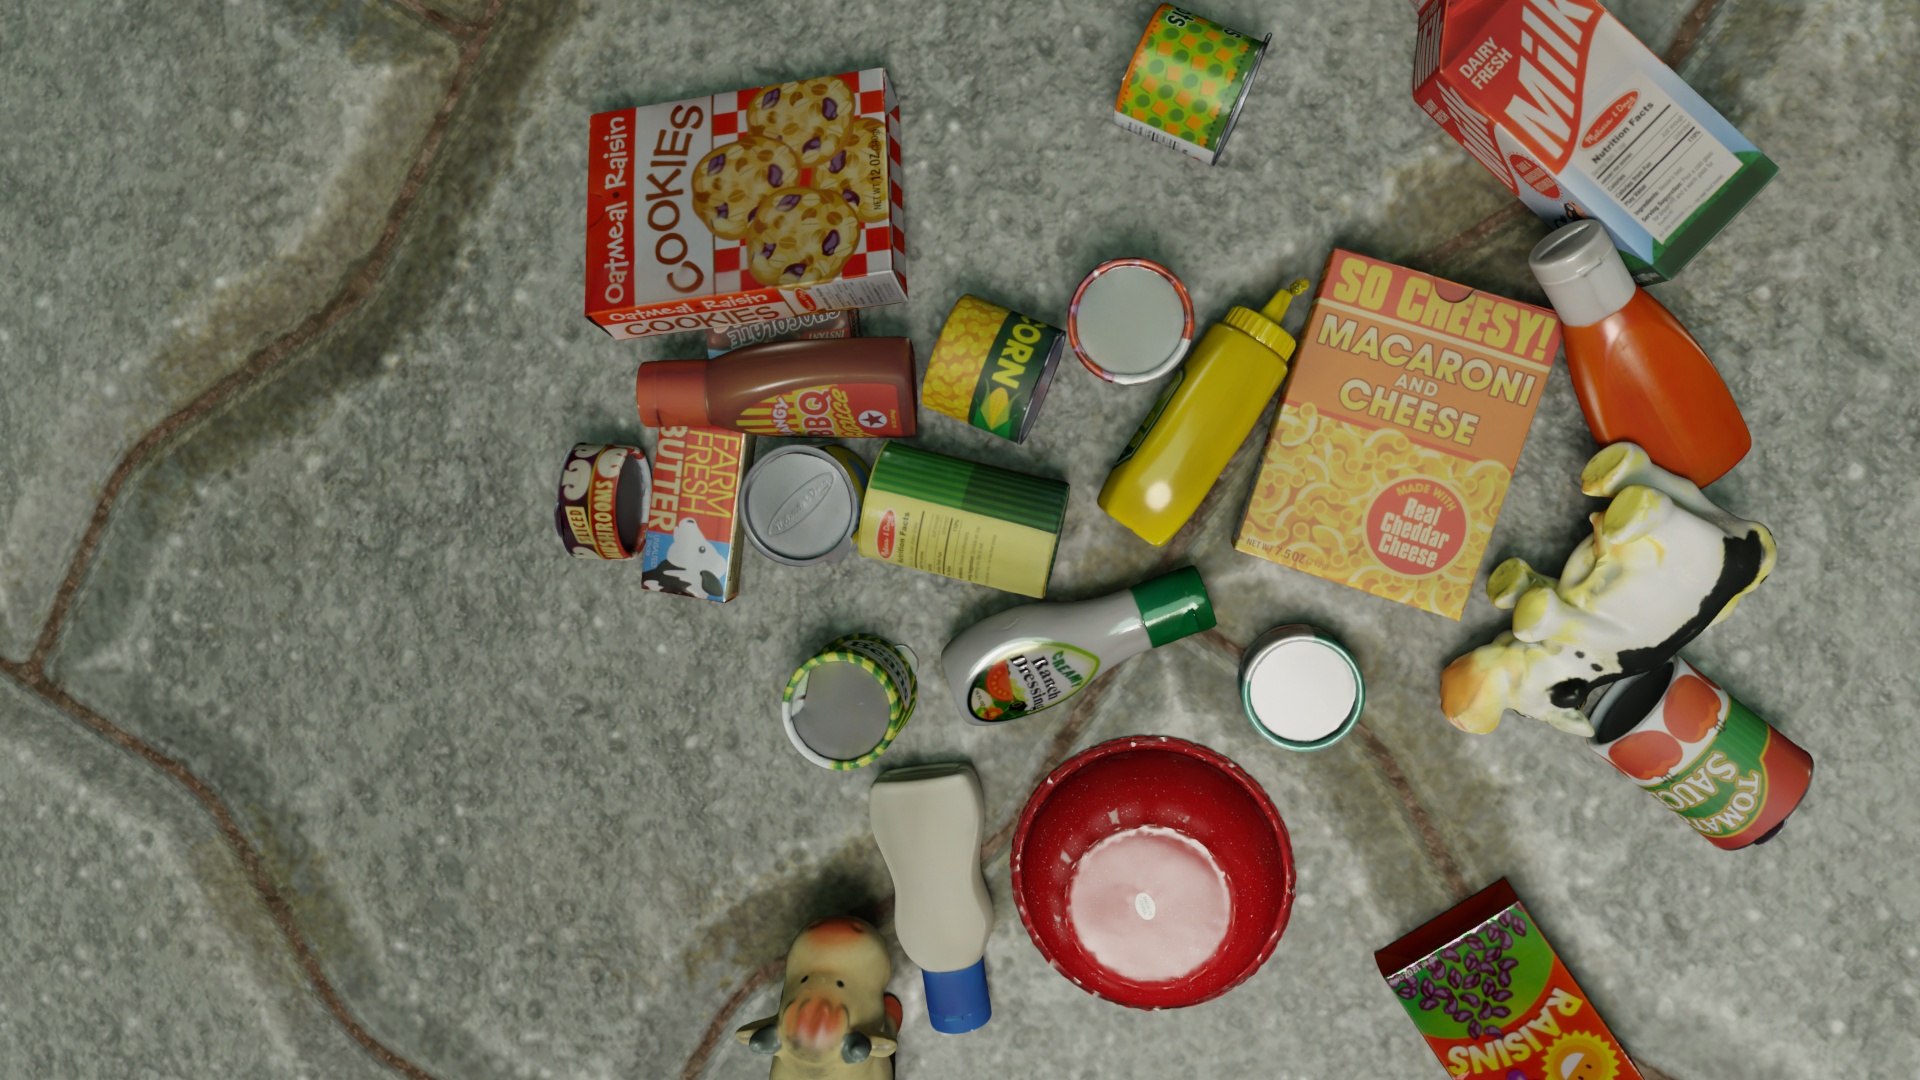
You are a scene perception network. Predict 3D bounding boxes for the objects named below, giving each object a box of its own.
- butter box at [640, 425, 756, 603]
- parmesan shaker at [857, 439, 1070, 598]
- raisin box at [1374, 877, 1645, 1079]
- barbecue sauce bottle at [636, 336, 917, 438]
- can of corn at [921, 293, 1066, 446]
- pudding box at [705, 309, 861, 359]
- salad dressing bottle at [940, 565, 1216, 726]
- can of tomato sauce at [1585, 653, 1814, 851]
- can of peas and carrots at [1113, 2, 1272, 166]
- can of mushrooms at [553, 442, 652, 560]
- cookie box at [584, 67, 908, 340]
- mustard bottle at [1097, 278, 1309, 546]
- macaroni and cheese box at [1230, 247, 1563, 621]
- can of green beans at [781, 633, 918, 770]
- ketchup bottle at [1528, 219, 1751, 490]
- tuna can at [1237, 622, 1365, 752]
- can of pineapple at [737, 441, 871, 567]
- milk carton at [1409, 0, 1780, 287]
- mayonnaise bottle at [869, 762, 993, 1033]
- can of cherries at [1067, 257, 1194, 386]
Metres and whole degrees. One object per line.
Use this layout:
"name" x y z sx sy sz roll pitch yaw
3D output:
"butter box" -0.150 -0.020 0.797 0.053 0.024 0.103 9 97 7
"parmesan shaker" 0.003 -0.009 0.757 0.103 0.071 0.071 13 98 6
"raisin box" 0.297 0.261 0.754 0.086 0.040 0.123 -35 89 9
"barbecue sauce bottle" -0.099 -0.082 0.756 0.149 0.064 0.044 -1 60 1
"can of corn" 0.018 -0.093 0.743 0.058 0.071 0.071 22 99 6
"pudding box" -0.100 -0.128 0.776 0.084 0.030 0.049 -5 95 9
"salad dressing bottle" 0.065 0.055 0.761 0.147 0.044 0.064 -21 126 4
"can of tomato sauce" 0.376 0.108 0.712 0.083 0.071 0.071 38 100 3
"can of peas and carrots" 0.119 -0.237 0.716 0.059 0.071 0.071 24 99 6
"can of mushrooms" -0.199 -0.021 0.780 0.033 0.071 0.071 3 96 6
"cookie box" -0.116 -0.180 0.748 0.167 0.040 0.123 -6 73 9
"mustard bottle" 0.133 -0.073 0.734 0.049 0.065 0.160 34 94 -2
"macaroni and cheese box" 0.228 -0.056 0.731 0.124 0.040 0.166 18 98 5
"can of green beans" -0.061 0.089 0.778 0.071 0.058 0.071 1 96 8
"ketchup bottle" 0.331 -0.089 0.687 0.064 0.044 0.148 -35 112 12
"tuna can" 0.186 0.082 0.755 0.071 0.033 0.071 1 96 8
"can of pineapple" -0.083 -0.020 0.770 0.071 0.058 0.071 1 96 8
"milk carton" 0.296 -0.216 0.690 0.190 0.072 0.073 43 99 1
"mayonnaise bottle" -0.011 0.203 0.792 0.065 0.041 0.148 -8 96 10
"can of cherries" 0.089 -0.117 0.736 0.071 0.058 0.071 1 96 8
